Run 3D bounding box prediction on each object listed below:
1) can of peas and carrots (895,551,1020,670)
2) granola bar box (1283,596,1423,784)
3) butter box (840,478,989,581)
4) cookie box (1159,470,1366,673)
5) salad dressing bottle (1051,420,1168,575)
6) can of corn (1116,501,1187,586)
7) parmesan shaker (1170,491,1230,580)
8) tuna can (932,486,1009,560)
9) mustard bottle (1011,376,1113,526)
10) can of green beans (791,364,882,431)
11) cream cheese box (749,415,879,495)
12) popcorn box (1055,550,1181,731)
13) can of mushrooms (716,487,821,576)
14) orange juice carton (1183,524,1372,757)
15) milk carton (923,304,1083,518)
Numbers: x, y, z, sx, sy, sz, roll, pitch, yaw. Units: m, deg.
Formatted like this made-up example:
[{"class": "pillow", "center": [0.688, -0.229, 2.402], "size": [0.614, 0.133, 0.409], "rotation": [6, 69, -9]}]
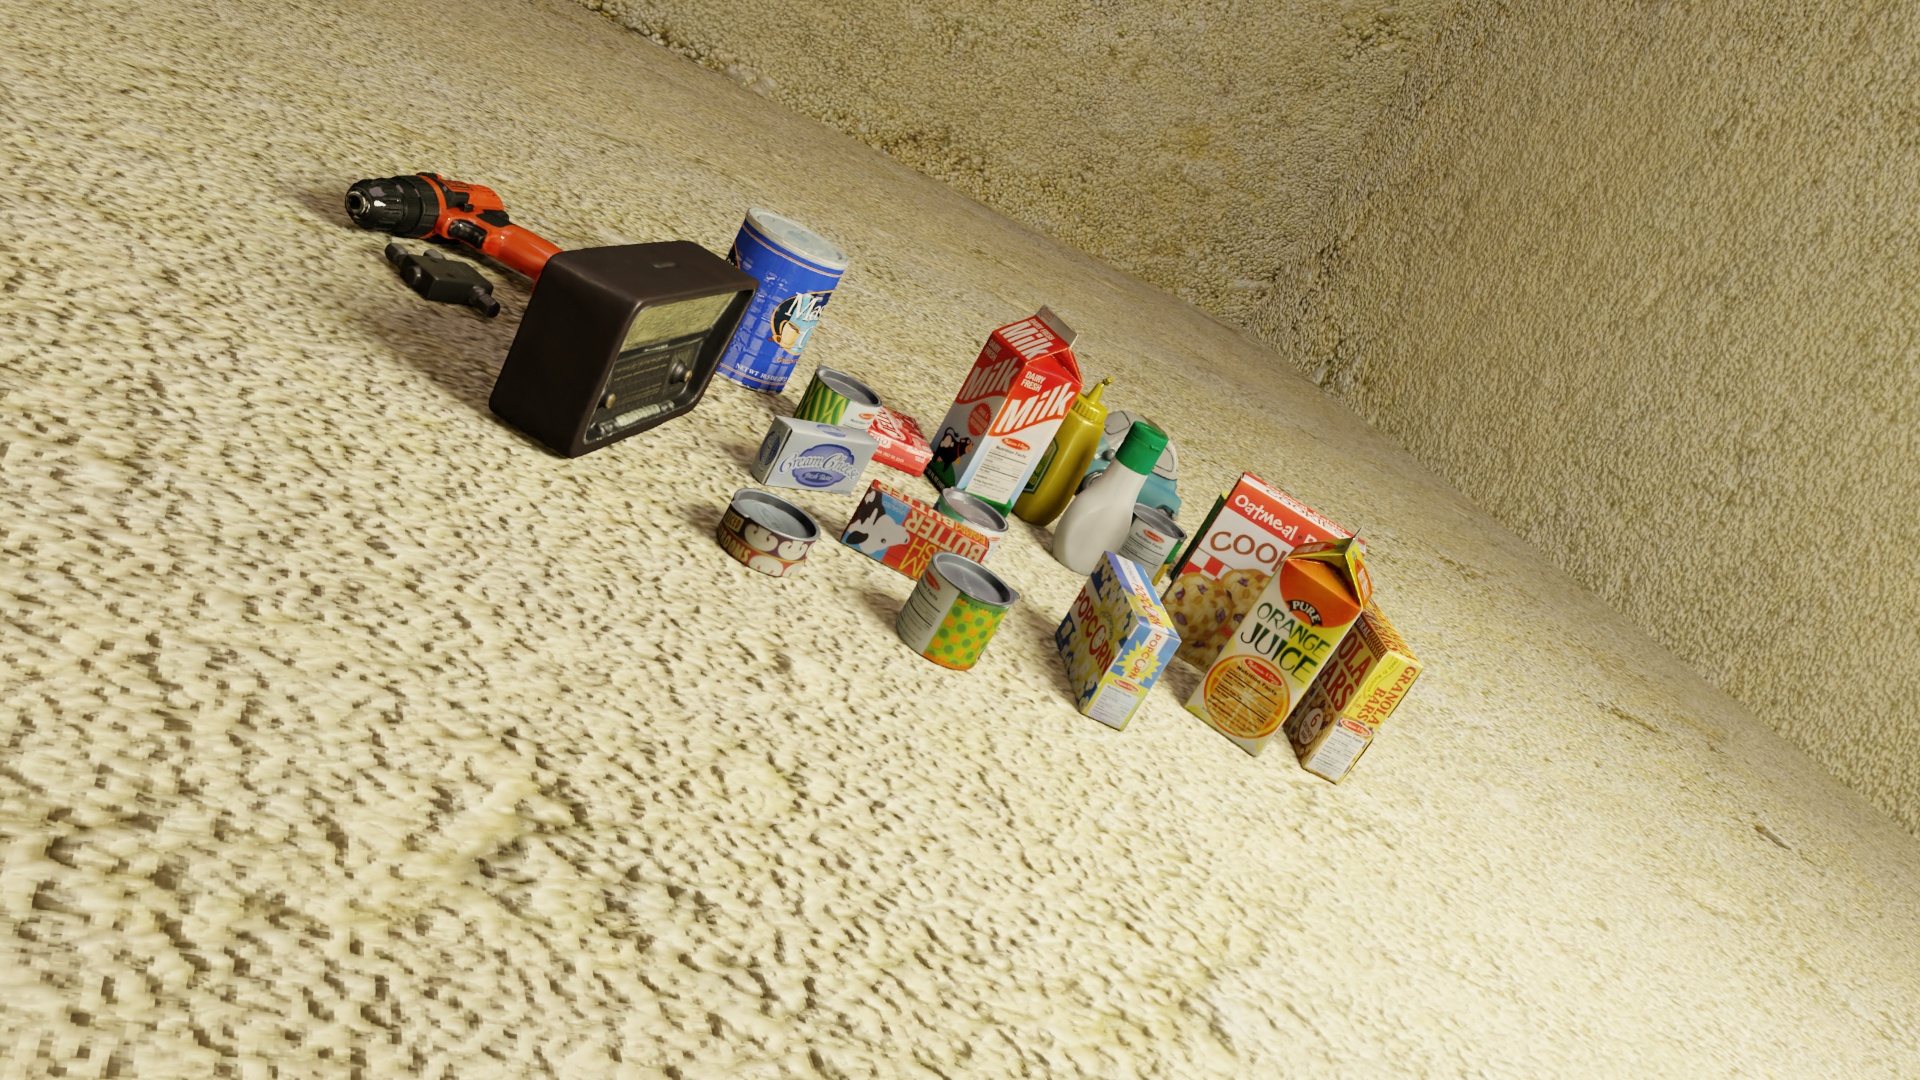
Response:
[{"class": "can of peas and carrots", "center": [-0.002, 0.050, 0.977], "size": [0.071, 0.058, 0.071], "rotation": [27, 19, -10]}, {"class": "granola bar box", "center": [0.323, 0.114, 1.193], "size": [0.039, 0.123, 0.166], "rotation": [27, 19, -11]}, {"class": "butter box", "center": [-0.034, 0.000, 1.067], "size": [0.103, 0.053, 0.024], "rotation": [27, 18, -8]}, {"class": "cookie box", "center": [0.255, 0.041, 1.211], "size": [0.123, 0.167, 0.040], "rotation": [32, 18, 5]}, {"class": "salad dressing bottle", "center": [0.139, -0.039, 1.277], "size": [0.064, 0.147, 0.044], "rotation": [19, 21, -30]}, {"class": "can of corn", "center": [0.181, 0.003, 1.371], "size": [0.071, 0.058, 0.071], "rotation": [27, 19, -10]}, {"class": "parmesan shaker", "center": [0.264, 0.010, 1.407], "size": [0.071, 0.102, 0.071], "rotation": [27, 19, -10]}, {"class": "tuna can", "center": [0.004, -0.015, 1.195], "size": [0.071, 0.032, 0.071], "rotation": [27, 19, -10]}, {"class": "mustard bottle", "center": [0.100, -0.092, 1.336], "size": [0.049, 0.159, 0.065], "rotation": [16, 23, -37]}, {"class": "can of green beans", "center": [-0.112, -0.112, 1.234], "size": [0.071, 0.057, 0.071], "rotation": [27, 19, -10]}, {"class": "cream cheese box", "center": [-0.117, -0.067, 1.117], "size": [0.024, 0.053, 0.104], "rotation": [42, 22, 33]}, {"class": "popcorn box", "center": [0.116, 0.073, 1.053], "size": [0.038, 0.085, 0.127], "rotation": [25, 19, -16]}, {"class": "can of mushrooms", "center": [-0.135, -0.006, 0.963], "size": [0.071, 0.033, 0.071], "rotation": [27, 19, -10]}, {"class": "orange juice carton", "center": [0.265, 0.071, 1.111], "size": [0.073, 0.192, 0.072], "rotation": [35, 19, 14]}, {"class": "milk carton", "center": [0.046, -0.123, 1.288], "size": [0.073, 0.190, 0.072], "rotation": [16, 23, -37]}]
